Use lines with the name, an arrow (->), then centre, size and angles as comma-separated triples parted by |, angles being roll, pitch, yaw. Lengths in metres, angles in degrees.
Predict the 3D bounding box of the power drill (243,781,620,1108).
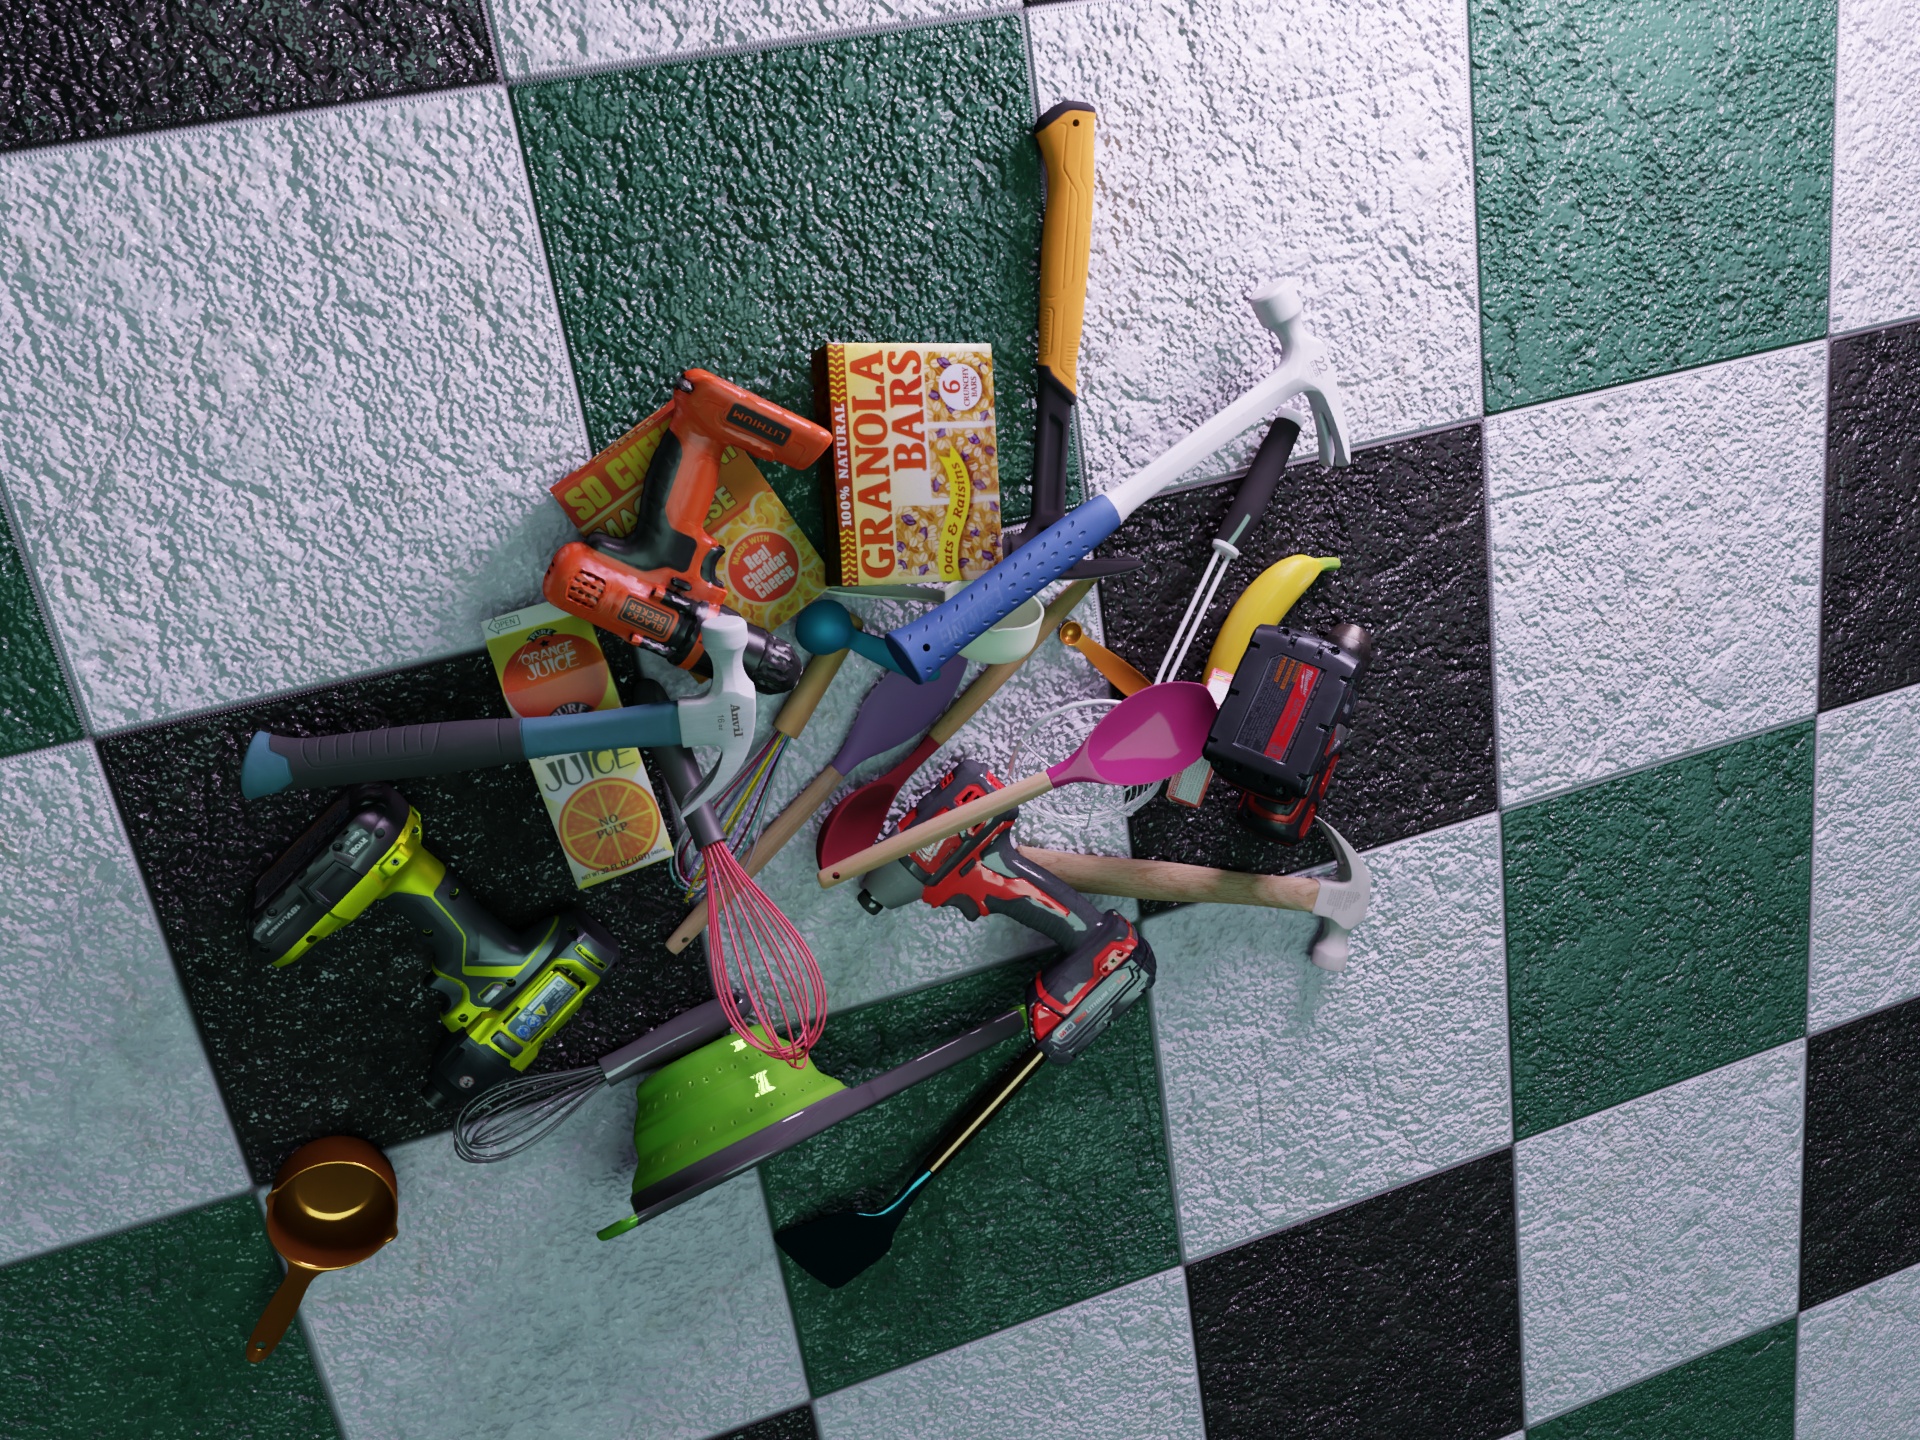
power drill -> -0.374, 0.162, 1.107 | 0.171, 0.080, 0.223 | -46, 118, -2

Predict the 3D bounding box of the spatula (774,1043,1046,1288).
spatula -> -0.013, 0.347, 1.318 | 0.317, 0.044, 0.082 | -45, 114, -7

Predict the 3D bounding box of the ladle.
ladle -> -0.002, -0.004, 1.209 | 0.315, 0.031, 0.069 | -46, 150, -4

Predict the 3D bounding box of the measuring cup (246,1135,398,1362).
measuring cup -> -0.473, 0.380, 1.152 | 0.095, 0.052, 0.173 | 27, 98, -24

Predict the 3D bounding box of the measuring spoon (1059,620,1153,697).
measuring spoon -> 0.118, -0.042, 1.252 | 0.116, 0.011, 0.021 | 37, 89, -28

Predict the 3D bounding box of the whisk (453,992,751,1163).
whisk -> -0.267, 0.263, 1.194 | 0.239, 0.055, 0.055 | -25, 113, -16

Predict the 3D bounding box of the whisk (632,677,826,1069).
whisk -> -0.166, 0.104, 1.111 | 0.073, 0.073, 0.296 | -22, 81, -12

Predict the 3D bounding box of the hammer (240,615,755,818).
hammer -> -0.297, 0.012, 1.033 | 0.331, 0.033, 0.128 | -6, 109, -4

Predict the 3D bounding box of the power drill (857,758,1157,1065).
power drill -> 0.033, 0.150, 1.218 | 0.143, 0.078, 0.219 | -44, 95, 6

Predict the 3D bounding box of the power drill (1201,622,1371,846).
power drill -> 0.262, -0.007, 1.215 | 0.080, 0.226, 0.188 | 23, 85, 19

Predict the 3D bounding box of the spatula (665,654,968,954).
spatula -> -0.109, 0.058, 1.198 | 0.316, 0.018, 0.059 | -47, 125, -2

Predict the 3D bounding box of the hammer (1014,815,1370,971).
hammer -> 0.195, 0.134, 1.319 | 0.331, 0.031, 0.130 | 8, 104, -21

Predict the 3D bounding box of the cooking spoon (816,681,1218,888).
cooking spoon -> 0.042, 0.053, 1.166 | 0.319, 0.017, 0.068 | -24, 101, 1

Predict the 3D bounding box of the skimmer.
skimmer -> 0.160, -0.082, 1.235 | 0.127, 0.090, 0.363 | 31, 82, -31

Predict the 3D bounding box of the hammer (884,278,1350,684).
hammer -> 0.119, -0.153, 1.142 | 0.405, 0.035, 0.144 | -37, 109, -16

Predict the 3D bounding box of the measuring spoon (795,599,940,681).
measuring spoon -> -0.061, -0.050, 1.151 | 0.128, 0.021, 0.042 | 22, 106, -35

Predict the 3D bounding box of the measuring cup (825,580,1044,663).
measuring cup -> -0.024, -0.076, 1.169 | 0.167, 0.083, 0.038 | 6, 122, -4

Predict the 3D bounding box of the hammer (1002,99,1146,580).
hammer -> 0.079, -0.268, 1.150 | 0.127, 0.034, 0.336 | -1, 105, -11

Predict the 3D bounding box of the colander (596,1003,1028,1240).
colander -> -0.106, 0.263, 1.219 | 0.397, 0.204, 0.094 | -21, 78, -29

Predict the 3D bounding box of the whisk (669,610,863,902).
whisk -> -0.142, 0.027, 1.169 | 0.245, 0.051, 0.047 | -59, 151, 0
